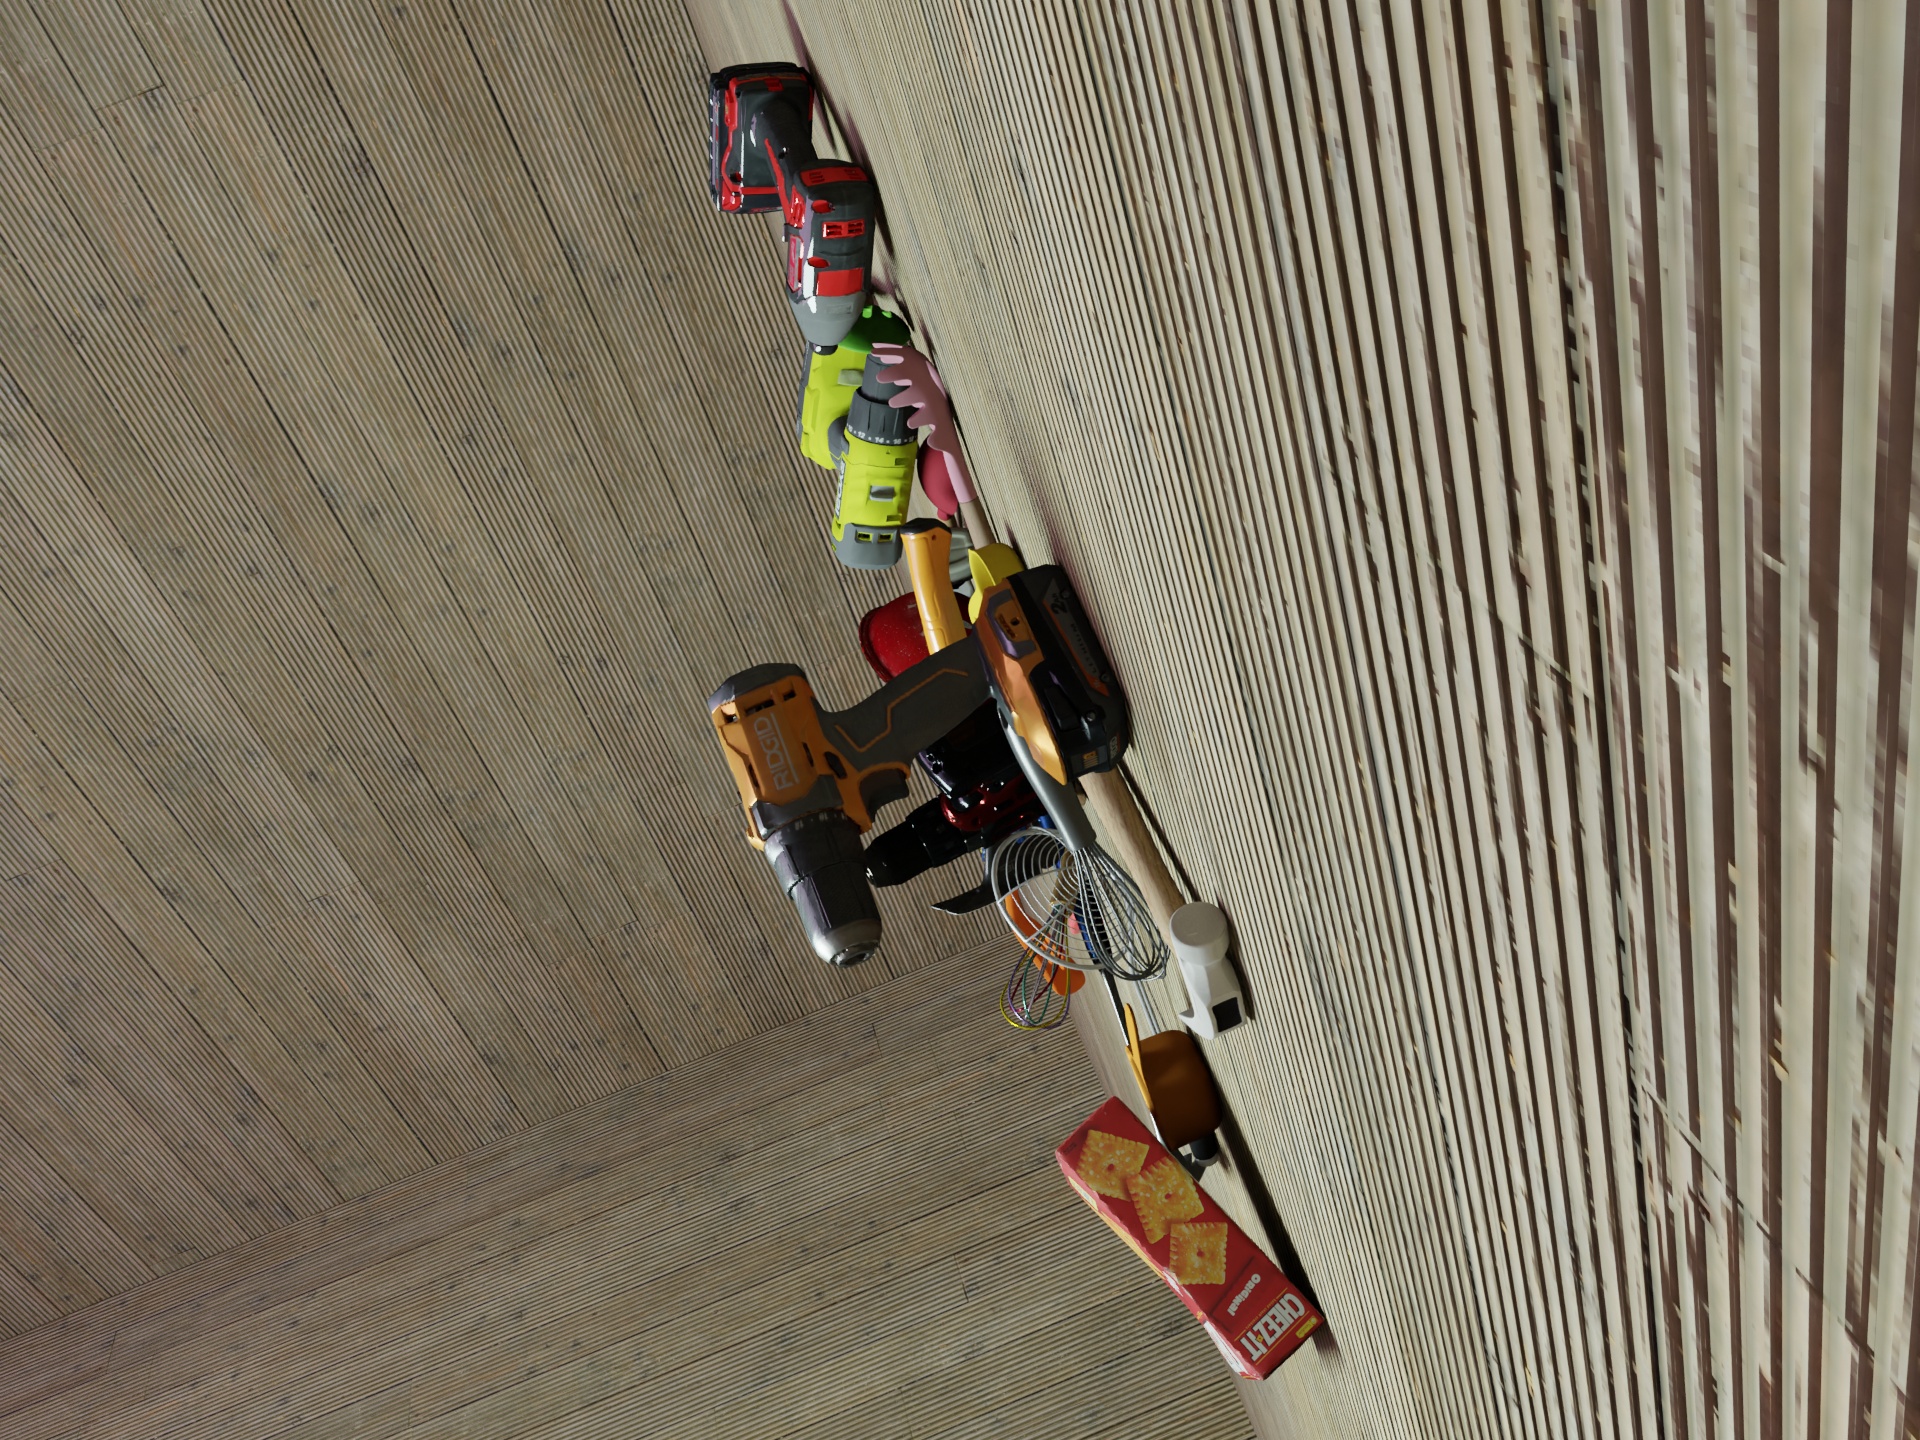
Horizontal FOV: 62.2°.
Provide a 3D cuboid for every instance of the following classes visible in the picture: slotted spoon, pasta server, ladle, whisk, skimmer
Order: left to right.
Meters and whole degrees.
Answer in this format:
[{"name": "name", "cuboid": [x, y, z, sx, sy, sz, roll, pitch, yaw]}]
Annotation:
[{"name": "slotted spoon", "cuboid": [-0.083, -0.345, 1.330, 0.314, 0.070, 0.031, -103, 17, -68]}, {"name": "ladle", "cuboid": [-0.011, -0.183, 1.449, 0.315, 0.031, 0.069, 70, 180, -78]}, {"name": "pasta server", "cuboid": [0.008, -0.141, 1.203, 0.060, 0.040, 0.316, -88, -21, -63]}, {"name": "whisk", "cuboid": [0.078, 0.174, 1.355, 0.051, 0.047, 0.245, 57, -151, -22]}, {"name": "whisk", "cuboid": [0.084, 0.083, 1.107, 0.239, 0.055, 0.055, 63, 179, -13]}, {"name": "skimmer", "cuboid": [0.129, 0.242, 1.317, 0.363, 0.090, 0.127, 67, -149, -30]}]

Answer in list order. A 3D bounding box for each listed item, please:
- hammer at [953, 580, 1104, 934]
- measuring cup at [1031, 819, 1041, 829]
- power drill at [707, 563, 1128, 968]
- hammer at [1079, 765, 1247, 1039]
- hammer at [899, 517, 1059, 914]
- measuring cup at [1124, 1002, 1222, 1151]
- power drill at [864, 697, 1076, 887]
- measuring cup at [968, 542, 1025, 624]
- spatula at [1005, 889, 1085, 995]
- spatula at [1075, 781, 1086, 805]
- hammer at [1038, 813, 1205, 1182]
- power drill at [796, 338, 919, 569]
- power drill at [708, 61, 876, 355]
[{"name": "hammer", "cuboid": [0.060, 0.037, 1.663, 0.143, 0.038, 0.386, 77, 171, -84]}, {"name": "measuring cup", "cuboid": [0.074, 0.066, 1.571, 0.083, 0.038, 0.168, 79, 167, -79]}, {"name": "power drill", "cuboid": [-0.017, 0.025, 0.919, 0.084, 0.226, 0.185, 72, 175, -65]}, {"name": "hammer", "cuboid": [0.101, 0.061, 0.988, 0.332, 0.031, 0.129, -114, 3, -49]}, {"name": "hammer", "cuboid": [-0.002, -0.004, 1.334, 0.034, 0.127, 0.336, 10, 120, 51]}, {"name": "measuring cup", "cuboid": [0.160, 0.258, 1.212, 0.173, 0.052, 0.095, 73, 175, -45]}, {"name": "power drill", "cuboid": [0.002, 0.046, 1.215, 0.080, 0.188, 0.226, 57, 169, 21]}, {"name": "measuring cup", "cuboid": [0.026, -0.091, 1.170, 0.156, 0.029, 0.062, 117, 129, -81]}, {"name": "spatula", "cuboid": [0.044, 0.095, 1.452, 0.081, 0.041, 0.323, -2, -104, -68]}, {"name": "spatula", "cuboid": [0.060, 0.028, 1.458, 0.318, 0.044, 0.082, -130, 61, -73]}, {"name": "hammer", "cuboid": [0.135, 0.233, 1.456, 0.144, 0.035, 0.406, 23, -135, -65]}, {"name": "power drill", "cuboid": [-0.084, -0.262, 1.376, 0.229, 0.080, 0.190, -112, 28, -55]}, {"name": "power drill", "cuboid": [-0.122, -0.381, 1.181, 0.143, 0.078, 0.220, 99, 153, -47]}]
